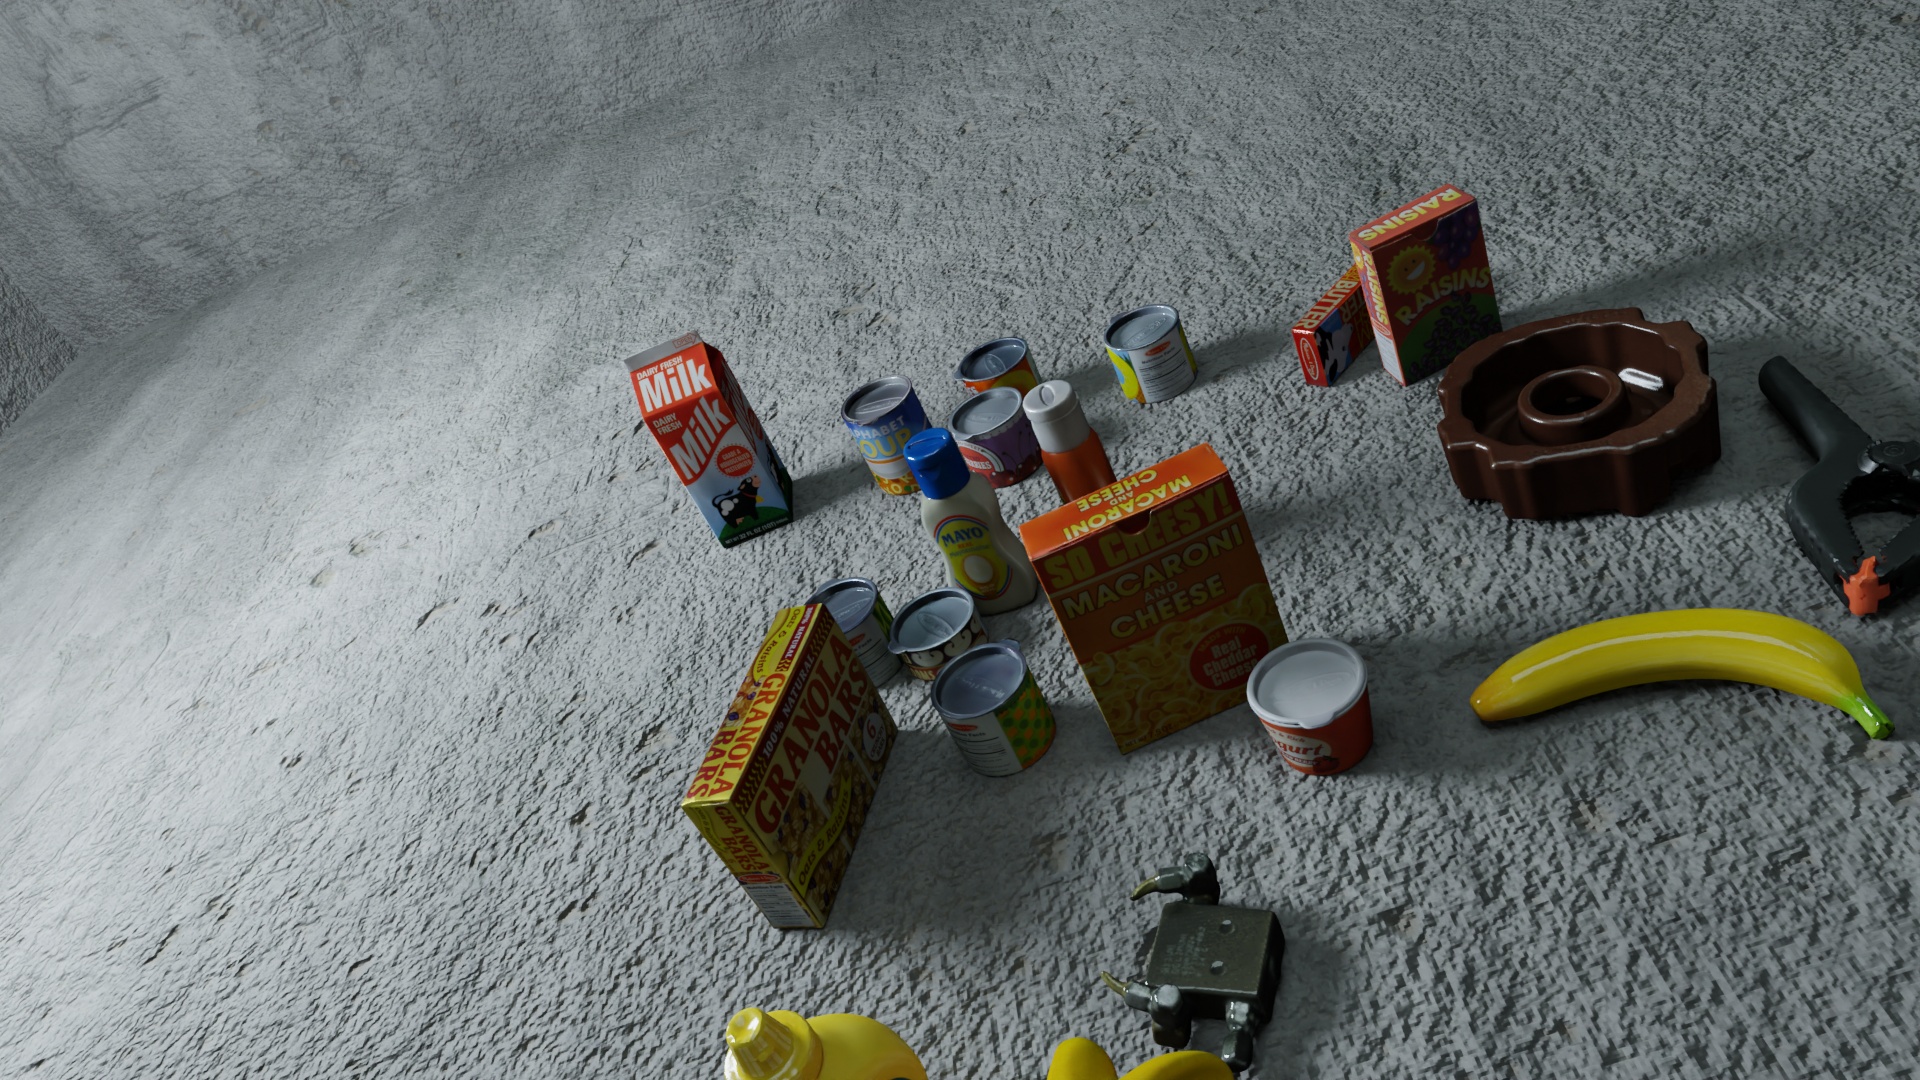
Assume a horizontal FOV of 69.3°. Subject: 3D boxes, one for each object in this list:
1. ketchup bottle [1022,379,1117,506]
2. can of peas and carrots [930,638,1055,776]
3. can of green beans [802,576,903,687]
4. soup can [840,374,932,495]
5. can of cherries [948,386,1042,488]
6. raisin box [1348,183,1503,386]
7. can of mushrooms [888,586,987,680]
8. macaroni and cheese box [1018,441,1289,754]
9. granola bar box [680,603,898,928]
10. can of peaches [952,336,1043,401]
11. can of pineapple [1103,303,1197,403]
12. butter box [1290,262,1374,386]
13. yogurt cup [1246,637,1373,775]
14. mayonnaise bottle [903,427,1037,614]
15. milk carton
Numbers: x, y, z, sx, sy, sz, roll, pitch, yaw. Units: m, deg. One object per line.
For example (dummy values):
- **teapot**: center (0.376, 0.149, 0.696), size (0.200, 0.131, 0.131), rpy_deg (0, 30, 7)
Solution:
- **ketchup bottle**: center (0.087, -0.045, 0.983), size (0.043, 0.148, 0.065), rpy_deg (-23, 34, 6)
- **can of peas and carrots**: center (0.023, 0.108, 0.901), size (0.071, 0.058, 0.071), rpy_deg (-18, 34, 13)
- **can of green beans**: center (-0.079, 0.070, 1.022), size (0.071, 0.057, 0.071), rpy_deg (-18, 34, 13)
- **soup can**: center (-0.057, -0.089, 1.198), size (0.071, 0.083, 0.072), rpy_deg (-18, 34, 13)
- **can of cherries**: center (0.029, -0.084, 1.157), size (0.071, 0.058, 0.072), rpy_deg (-18, 34, 13)
- **raisin box**: center (0.345, -0.188, 1.026), size (0.086, 0.123, 0.040), rpy_deg (-26, 33, 1)
- **can of mushrooms**: center (-0.017, 0.069, 1.004), size (0.071, 0.033, 0.071), rpy_deg (-18, 35, 13)
- **macaroni and cheese box**: center (0.122, 0.038, 0.832), size (0.124, 0.165, 0.040), rpy_deg (-25, 33, 3)
- **granola bar box**: center (-0.101, 0.141, 0.881), size (0.039, 0.123, 0.166), rpy_deg (-8, 38, 26)
- **can of peaches**: center (0.036, -0.136, 1.223), size (0.071, 0.057, 0.071), rpy_deg (-18, 34, 13)
- **can of pineapple**: center (0.160, -0.158, 1.169), size (0.071, 0.057, 0.071), rpy_deg (-18, 34, 13)
- **butter box**: center (0.303, -0.172, 1.097), size (0.024, 0.053, 0.104), rpy_deg (16, 52, 46)
- **yogurt cup**: center (0.204, 0.097, 0.799), size (0.072, 0.053, 0.073), rpy_deg (-18, 34, 13)
- **mayonnaise bottle**: center (0.004, -0.012, 0.997), size (0.064, 0.147, 0.041), rpy_deg (-14, 36, 19)
- **milk carton**: center (-0.219, -0.094, 1.218), size (0.072, 0.189, 0.074), rpy_deg (-22, 34, 7)
